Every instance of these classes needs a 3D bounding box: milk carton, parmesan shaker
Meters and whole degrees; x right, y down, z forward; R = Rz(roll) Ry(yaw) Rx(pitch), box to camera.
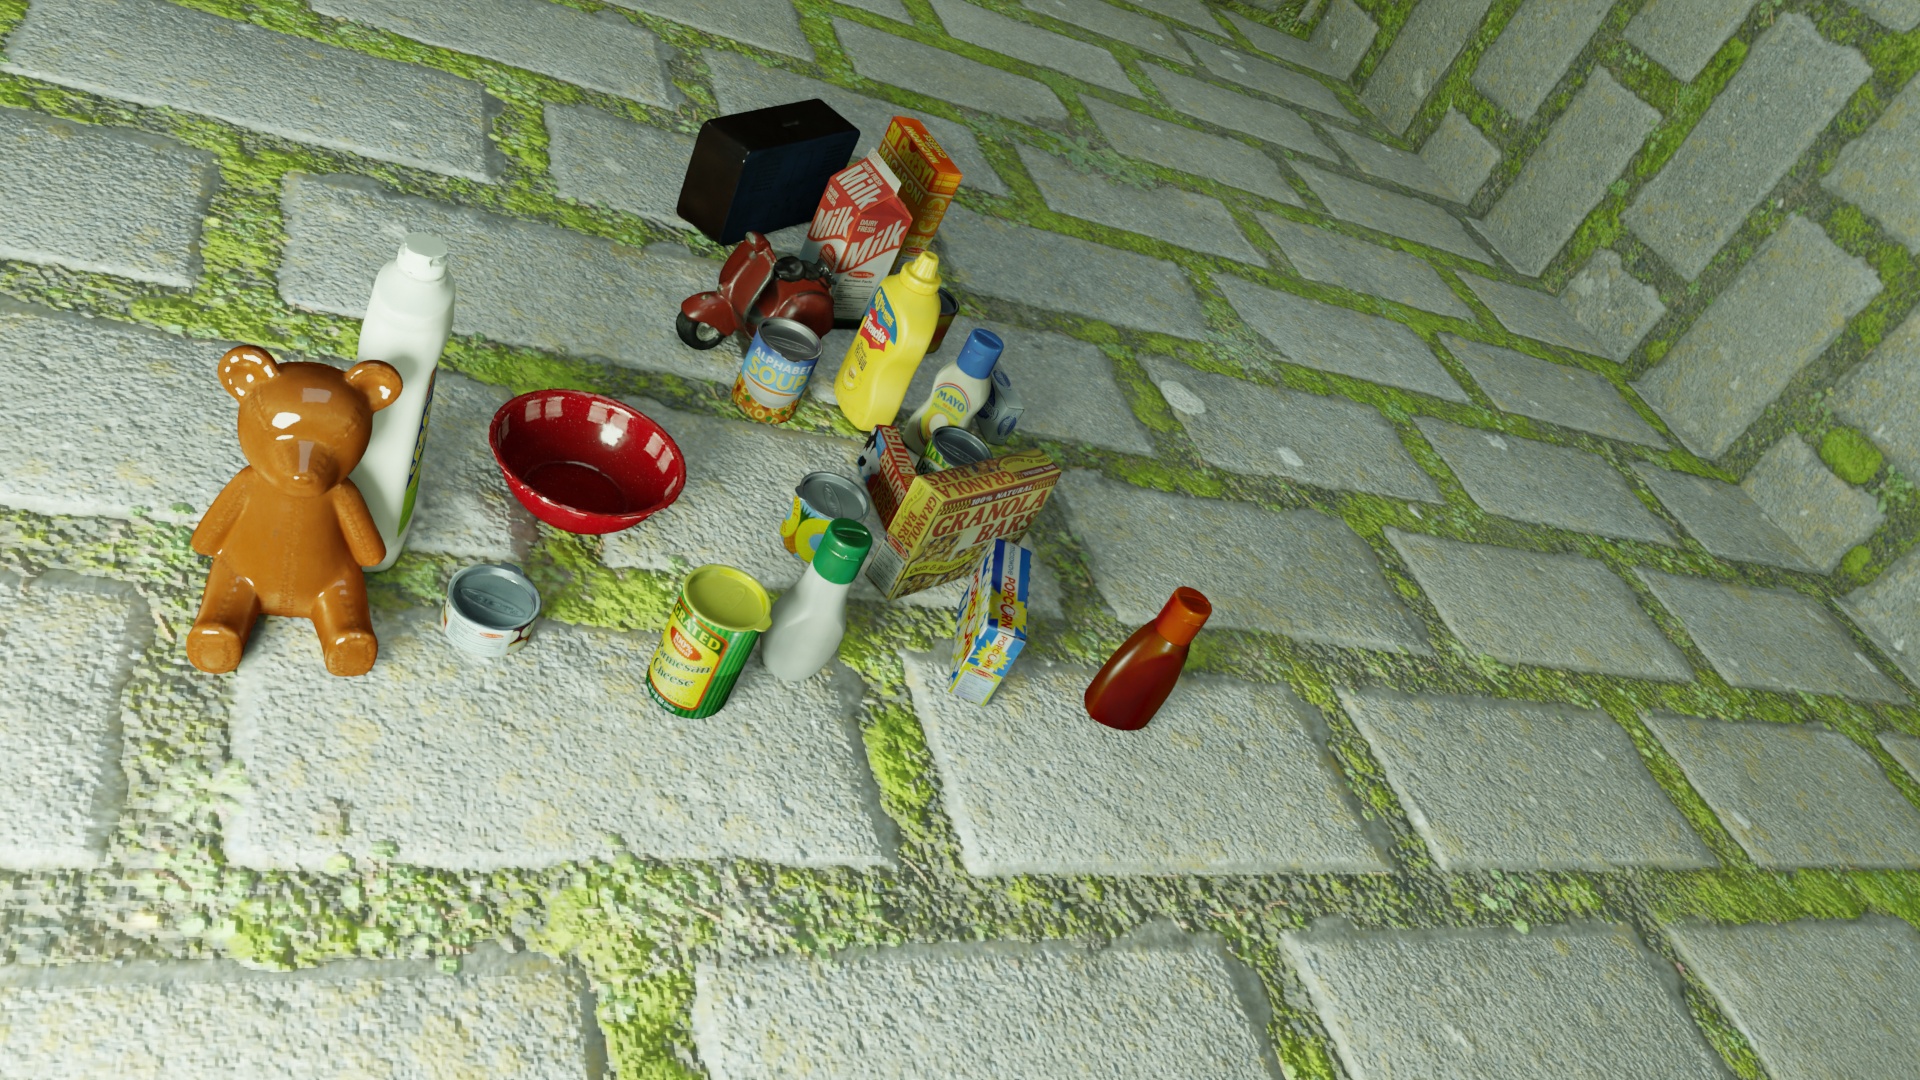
[{"bbox_3d":[-0.116,-0.327,1.512,0.073,0.189,0.072,-4,47,-39],"label":"milk carton"},{"bbox_3d":[-0.187,0.078,1.033,0.071,0.102,0.072,19,36,-15],"label":"parmesan shaker"}]

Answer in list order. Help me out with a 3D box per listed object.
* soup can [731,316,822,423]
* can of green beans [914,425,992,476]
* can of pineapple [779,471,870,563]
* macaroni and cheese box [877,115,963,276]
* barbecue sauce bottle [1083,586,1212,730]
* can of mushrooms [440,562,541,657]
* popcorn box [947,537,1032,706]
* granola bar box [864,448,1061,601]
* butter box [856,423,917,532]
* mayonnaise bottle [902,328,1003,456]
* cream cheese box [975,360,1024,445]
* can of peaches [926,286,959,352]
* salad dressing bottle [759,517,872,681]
[{"bbox_3d":[-0.180,-0.164,1.356,0.071,0.083,0.072,19,36,-15],"label":"soup can"},{"bbox_3d":[-0.010,-0.071,1.384,0.071,0.057,0.071,19,36,-15],"label":"can of green beans"},{"bbox_3d":[-0.123,-0.020,1.239,0.071,0.057,0.071,19,36,-15],"label":"can of pineapple"},{"bbox_3d":[-0.072,-0.399,1.654,0.040,0.165,0.124,-2,46,-37],"label":"macaroni and cheese box"},{"bbox_3d":[0.167,0.104,1.212,0.065,0.147,0.044,15,37,-20],"label":"barbecue sauce bottle"},{"bbox_3d":[-0.343,0.050,1.018,0.071,0.033,0.071,19,36,-15],"label":"can of mushrooms"},{"bbox_3d":[0.027,0.069,1.210,0.038,0.084,0.127,22,36,-11],"label":"popcorn box"},{"bbox_3d":[0.005,-0.016,1.267,0.166,0.123,0.039,-16,55,-46],"label":"granola bar box"},{"bbox_3d":[-0.067,-0.059,1.332,0.024,0.052,0.104,5,42,-31],"label":"butter box"},{"bbox_3d":[-0.003,-0.145,1.402,0.065,0.147,0.041,34,35,6],"label":"mayonnaise bottle"},{"bbox_3d":[0.034,-0.158,1.526,0.024,0.053,0.104,6,41,-30],"label":"cream cheese box"},{"bbox_3d":[-0.045,-0.256,1.589,0.071,0.057,0.071,19,36,-15],"label":"can of peaches"},{"bbox_3d":[-0.111,0.047,1.087,0.064,0.147,0.044,8,40,-29],"label":"salad dressing bottle"}]
